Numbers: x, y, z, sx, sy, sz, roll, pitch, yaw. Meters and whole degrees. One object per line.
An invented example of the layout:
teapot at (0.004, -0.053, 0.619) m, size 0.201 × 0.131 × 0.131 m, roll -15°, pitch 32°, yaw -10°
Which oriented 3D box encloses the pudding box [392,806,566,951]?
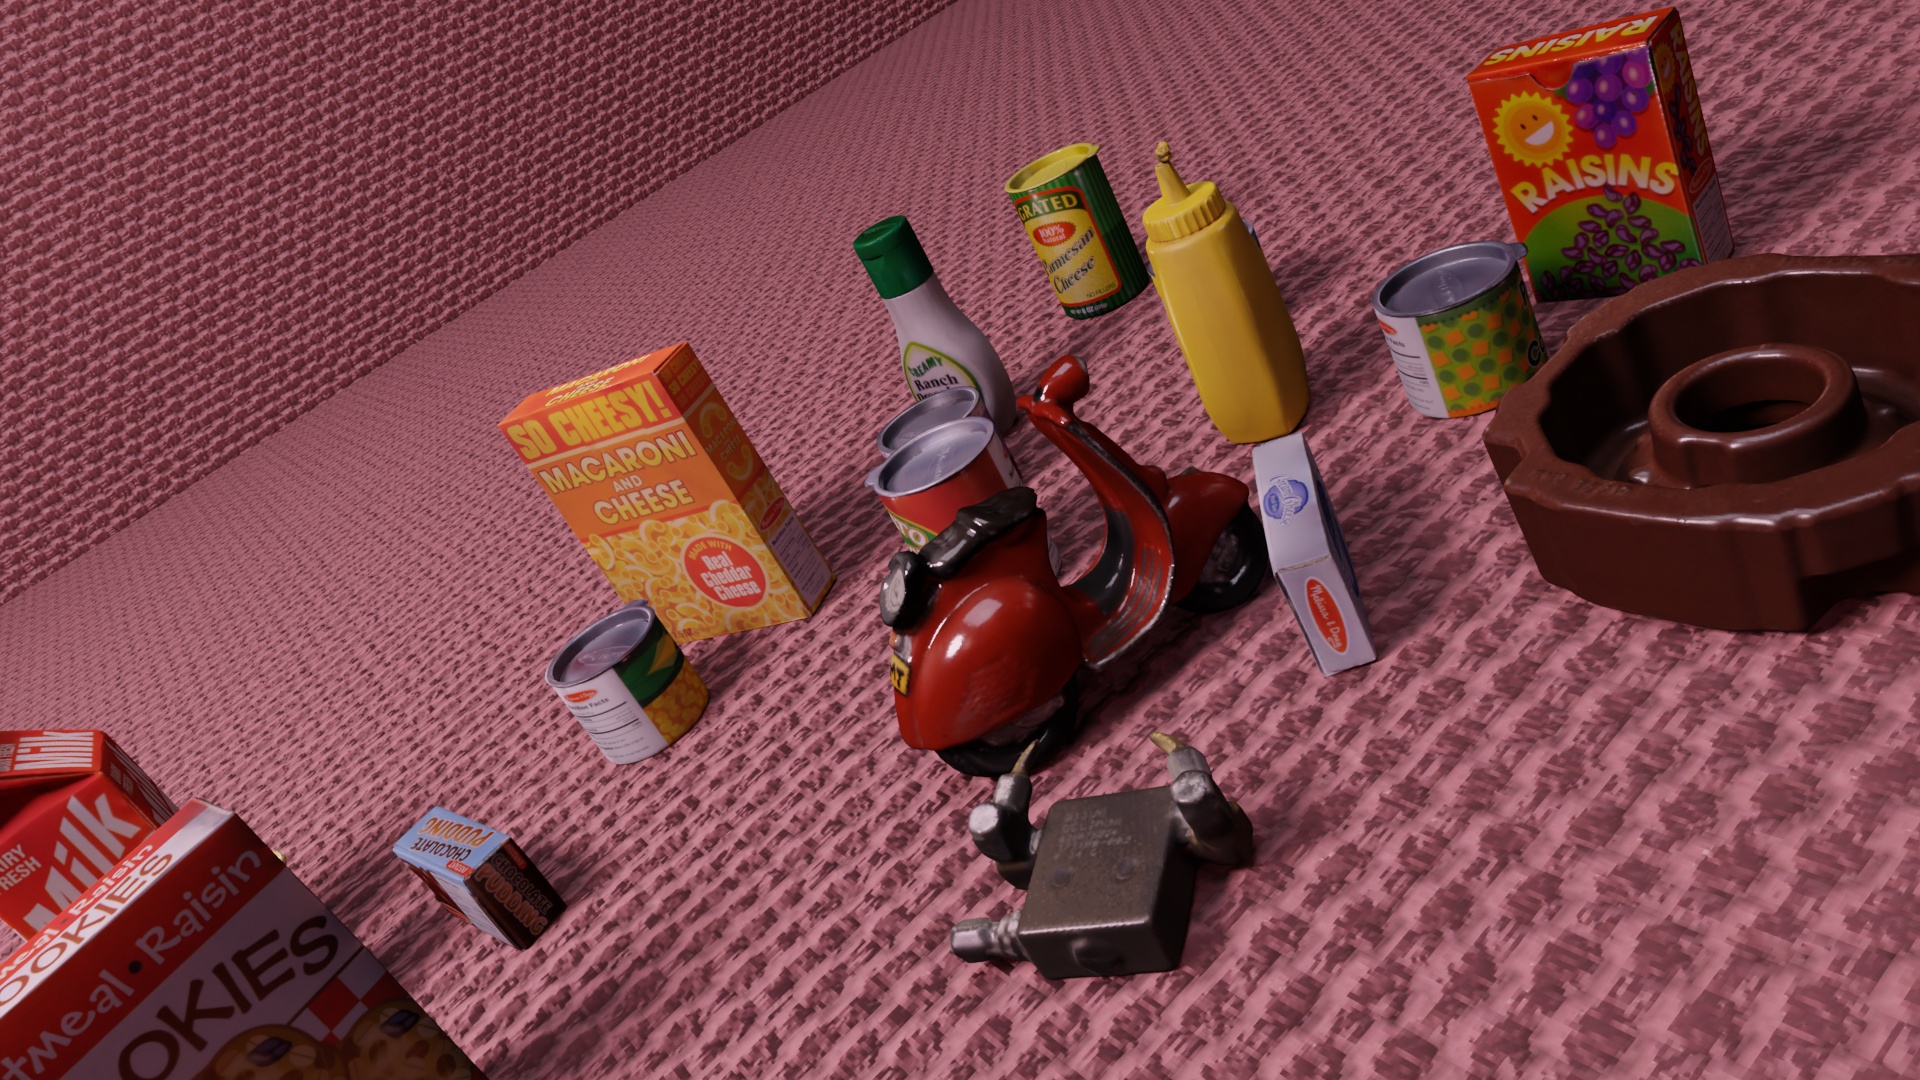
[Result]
pudding box at (-0.230, 0.159, 0.659) m, size 0.083 × 0.049 × 0.030 m, roll 2°, pitch 39°, yaw 47°

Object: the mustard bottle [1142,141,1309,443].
mustard bottle at (0.127, -0.126, 0.693) m, size 0.048 × 0.159 × 0.066 m, roll -12°, pitch 30°, yaw 32°

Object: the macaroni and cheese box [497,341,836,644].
macaroni and cheese box at (-0.165, -0.021, 0.789) m, size 0.123 × 0.166 × 0.040 m, roll -13°, pitch 30°, yaw 31°

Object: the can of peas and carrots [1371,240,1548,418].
can of peas and carrots at (0.237, -0.100, 0.651) m, size 0.071 × 0.058 × 0.071 m, roll -23°, pitch 26°, yaw 12°

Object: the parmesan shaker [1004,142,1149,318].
parmesan shaker at (0.084, -0.214, 0.962) m, size 0.071 × 0.102 × 0.071 m, roll -23°, pitch 26°, yaw 12°

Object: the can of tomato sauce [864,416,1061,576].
can of tomato sauce at (0.002, -0.009, 0.693) m, size 0.071 × 0.083 × 0.071 m, roll -23°, pitch 26°, yaw 12°

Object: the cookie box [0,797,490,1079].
cookie box at (-0.259, 0.195, 0.488) m, size 0.040 × 0.167 × 0.123 m, roll -4°, pitch 35°, yaw 42°

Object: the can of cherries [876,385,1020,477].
can of cherries at (-0.008, -0.045, 0.799) m, size 0.071 × 0.058 × 0.072 m, roll -23°, pitch 26°, yaw 12°

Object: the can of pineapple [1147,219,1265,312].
can of pineapple at (0.153, -0.150, 0.827) m, size 0.071 × 0.057 × 0.071 m, roll -23°, pitch 26°, yaw 12°

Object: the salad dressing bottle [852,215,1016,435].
salad dressing bottle at (-0.016, -0.126, 0.853) m, size 0.064 × 0.147 × 0.044 m, roll -5°, pitch 35°, yaw 41°

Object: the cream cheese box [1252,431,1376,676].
cream cheese box at (0.142, 0.003, 0.565) m, size 0.024 × 0.053 × 0.104 m, roll -21°, pitch 27°, yaw 18°

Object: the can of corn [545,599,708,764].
can of corn at (-0.177, 0.076, 0.748) m, size 0.071 × 0.058 × 0.071 m, roll -23°, pitch 26°, yaw 12°

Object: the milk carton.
milk carton at (-0.414, 0.163, 0.677) m, size 0.074 × 0.190 × 0.072 m, roll -39°, pitch 27°, yaw -20°

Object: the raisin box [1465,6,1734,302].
raisin box at (0.300, -0.176, 0.652) m, size 0.086 × 0.123 × 0.040 m, roll 5°, pitch 42°, yaw 50°
